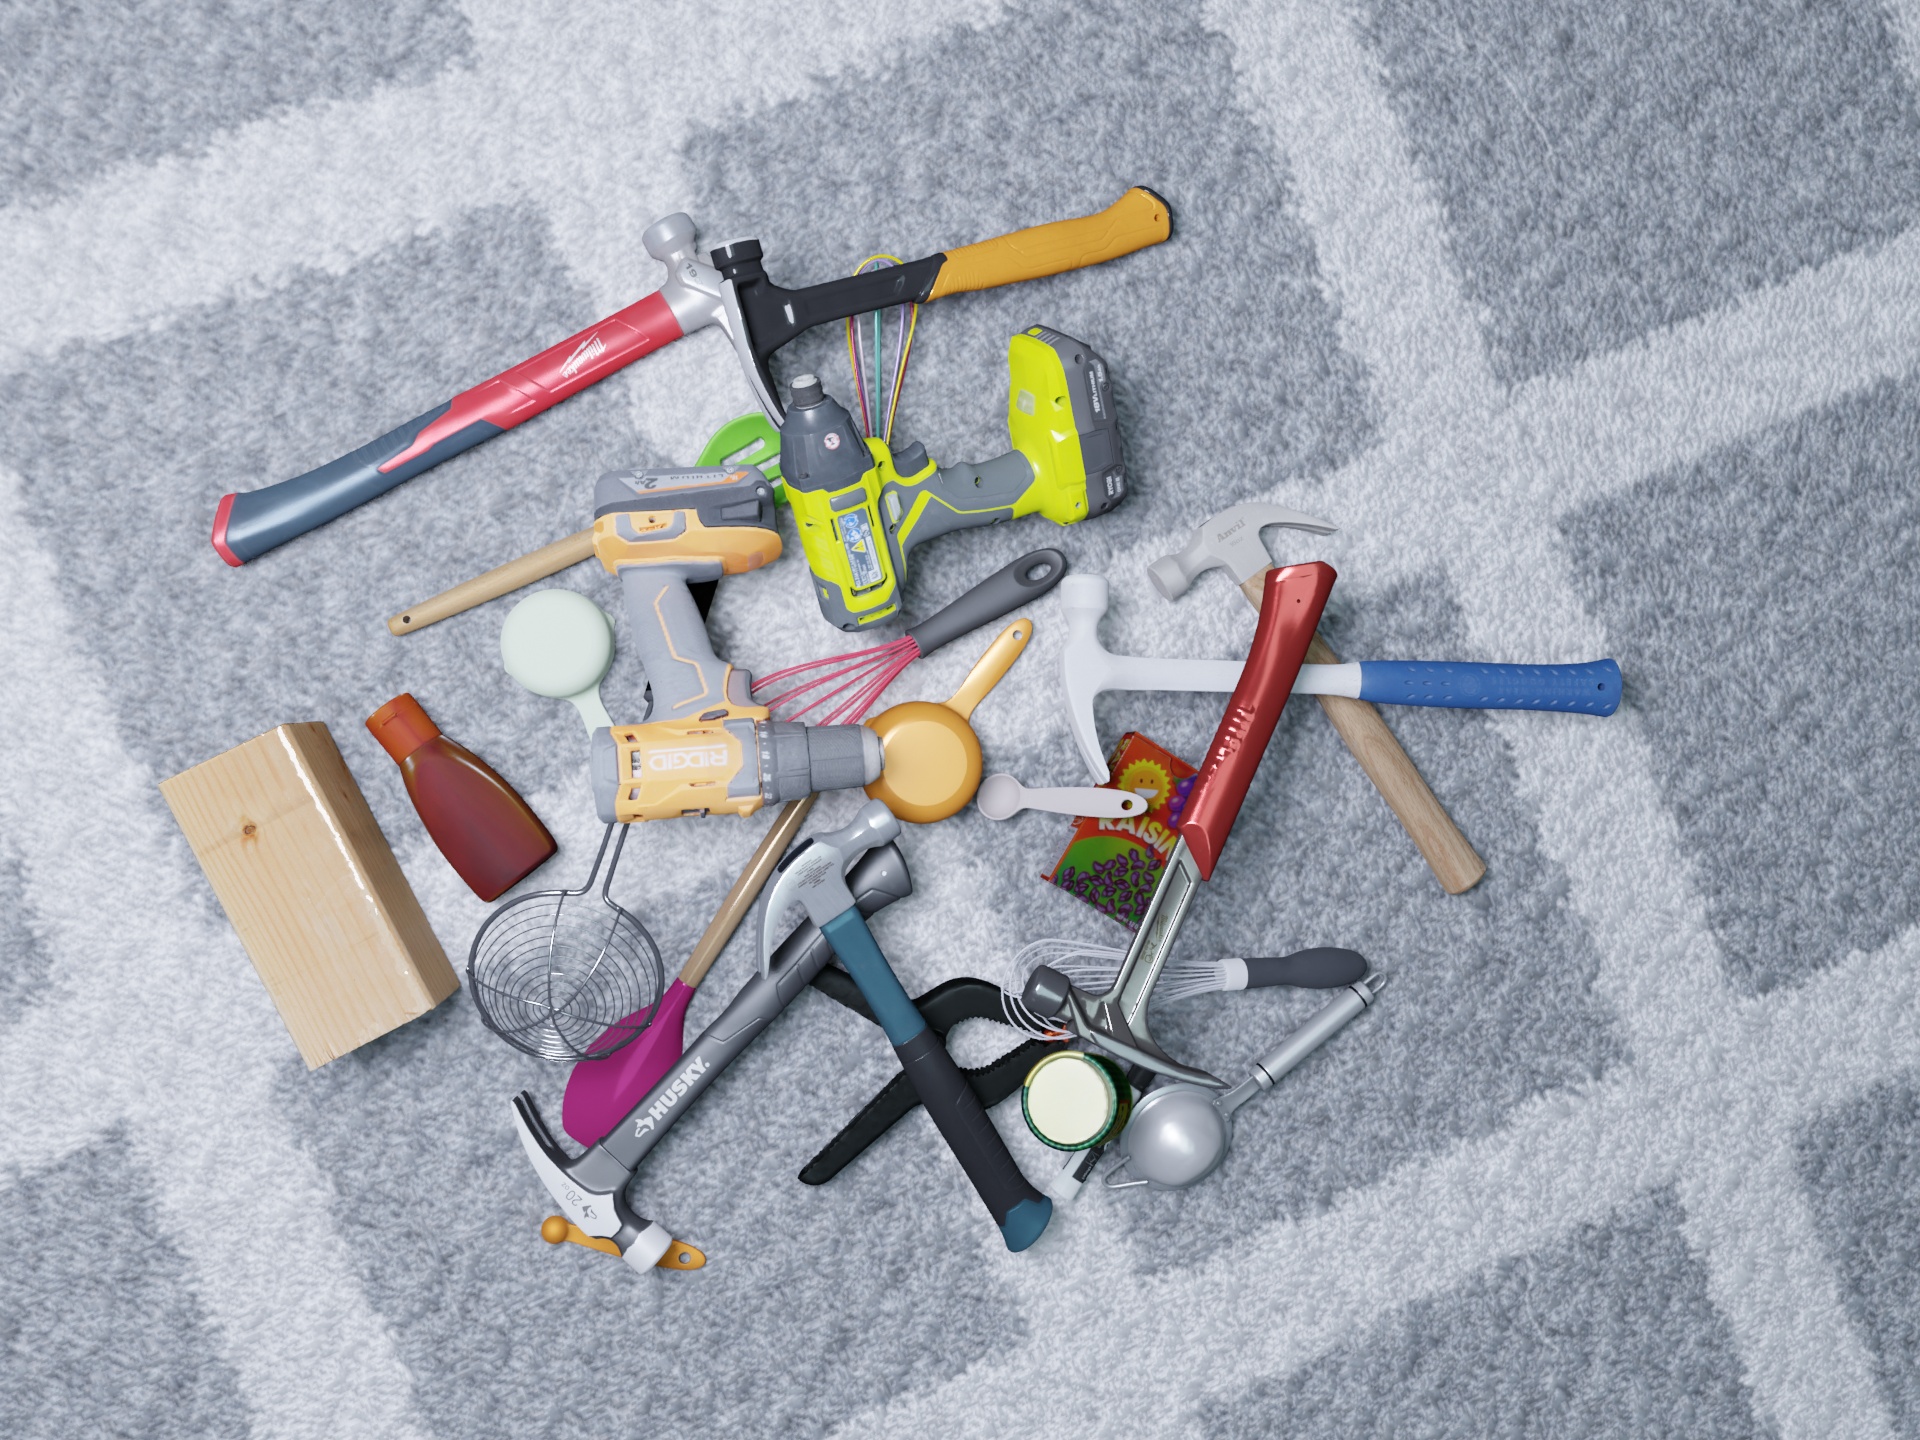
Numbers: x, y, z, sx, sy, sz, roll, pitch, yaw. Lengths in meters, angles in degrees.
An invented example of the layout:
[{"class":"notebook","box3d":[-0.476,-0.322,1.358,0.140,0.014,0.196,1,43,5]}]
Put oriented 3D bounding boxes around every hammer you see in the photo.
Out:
[{"class":"hammer","box3d":[-0.322,-0.196,1.089,0.386,0.038,0.143,-30,95,-6]},{"class":"hammer","box3d":[0.179,0.060,1.069,0.149,0.036,0.359,26,82,-5]},{"class":"hammer","box3d":[-0.027,0.222,1.077,0.128,0.033,0.331,-32,105,-10]},{"class":"hammer","box3d":[0.270,-0.023,1.125,0.405,0.035,0.144,2,85,-7]},{"class":"hammer","box3d":[0.002,-0.301,1.093,0.337,0.034,0.127,-21,104,-20]},{"class":"hammer","box3d":[-0.157,0.206,1.086,0.146,0.035,0.335,43,88,0]},{"class":"hammer","box3d":[0.282,-0.016,1.164,0.130,0.031,0.331,-36,94,-5]}]

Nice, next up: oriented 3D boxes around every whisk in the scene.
[{"class":"whisk","box3d":[0.163,0.181,1.126,0.284,0.070,0.070,-2,90,-18]},{"class":"whisk","box3d":[-0.048,-0.042,1.114,0.296,0.073,0.073,-31,94,-13]},{"class":"whisk","box3d":[-0.055,-0.205,1.119,0.047,0.051,0.245,-1,93,-12]}]

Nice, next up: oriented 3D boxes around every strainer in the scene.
[{"class":"strainer","box3d":[0.212,0.264,1.152,0.258,0.050,0.086,-37,110,-9]}]

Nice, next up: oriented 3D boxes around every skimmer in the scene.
[{"class":"skimmer","box3d":[-0.225,0.049,1.081,0.127,0.090,0.363,18,70,-9]}]

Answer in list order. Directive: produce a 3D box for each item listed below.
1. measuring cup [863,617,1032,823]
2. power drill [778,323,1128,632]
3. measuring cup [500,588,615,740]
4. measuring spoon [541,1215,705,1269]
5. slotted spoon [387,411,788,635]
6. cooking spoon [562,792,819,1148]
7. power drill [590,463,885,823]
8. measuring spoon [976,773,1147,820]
[{"class":"measuring cup","box3d":[-0.002,-0.004,1.118,0.095,0.052,0.173,38,88,-5]},{"class":"power drill","box3d":[-0.008,-0.175,1.067,0.223,0.080,0.171,-23,122,-16]},{"class":"measuring cup","box3d":[-0.259,-0.013,1.095,0.083,0.038,0.167,-26,91,-6]},{"class":"measuring spoon","box3d":[-0.235,0.367,1.111,0.117,0.011,0.021,14,88,-7]},{"class":"slotted spoon","box3d":[-0.250,-0.129,1.104,0.314,0.031,0.070,-25,87,-4]},{"class":"cooking spoon","box3d":[-0.178,0.162,1.115,0.068,0.017,0.319,32,87,-6]},{"class":"power drill","box3d":[-0.149,-0.048,1.034,0.185,0.084,0.226,-4,75,-8]},{"class":"measuring spoon","box3d":[0.072,0.058,1.124,0.124,0.018,0.034,3,74,19]}]
